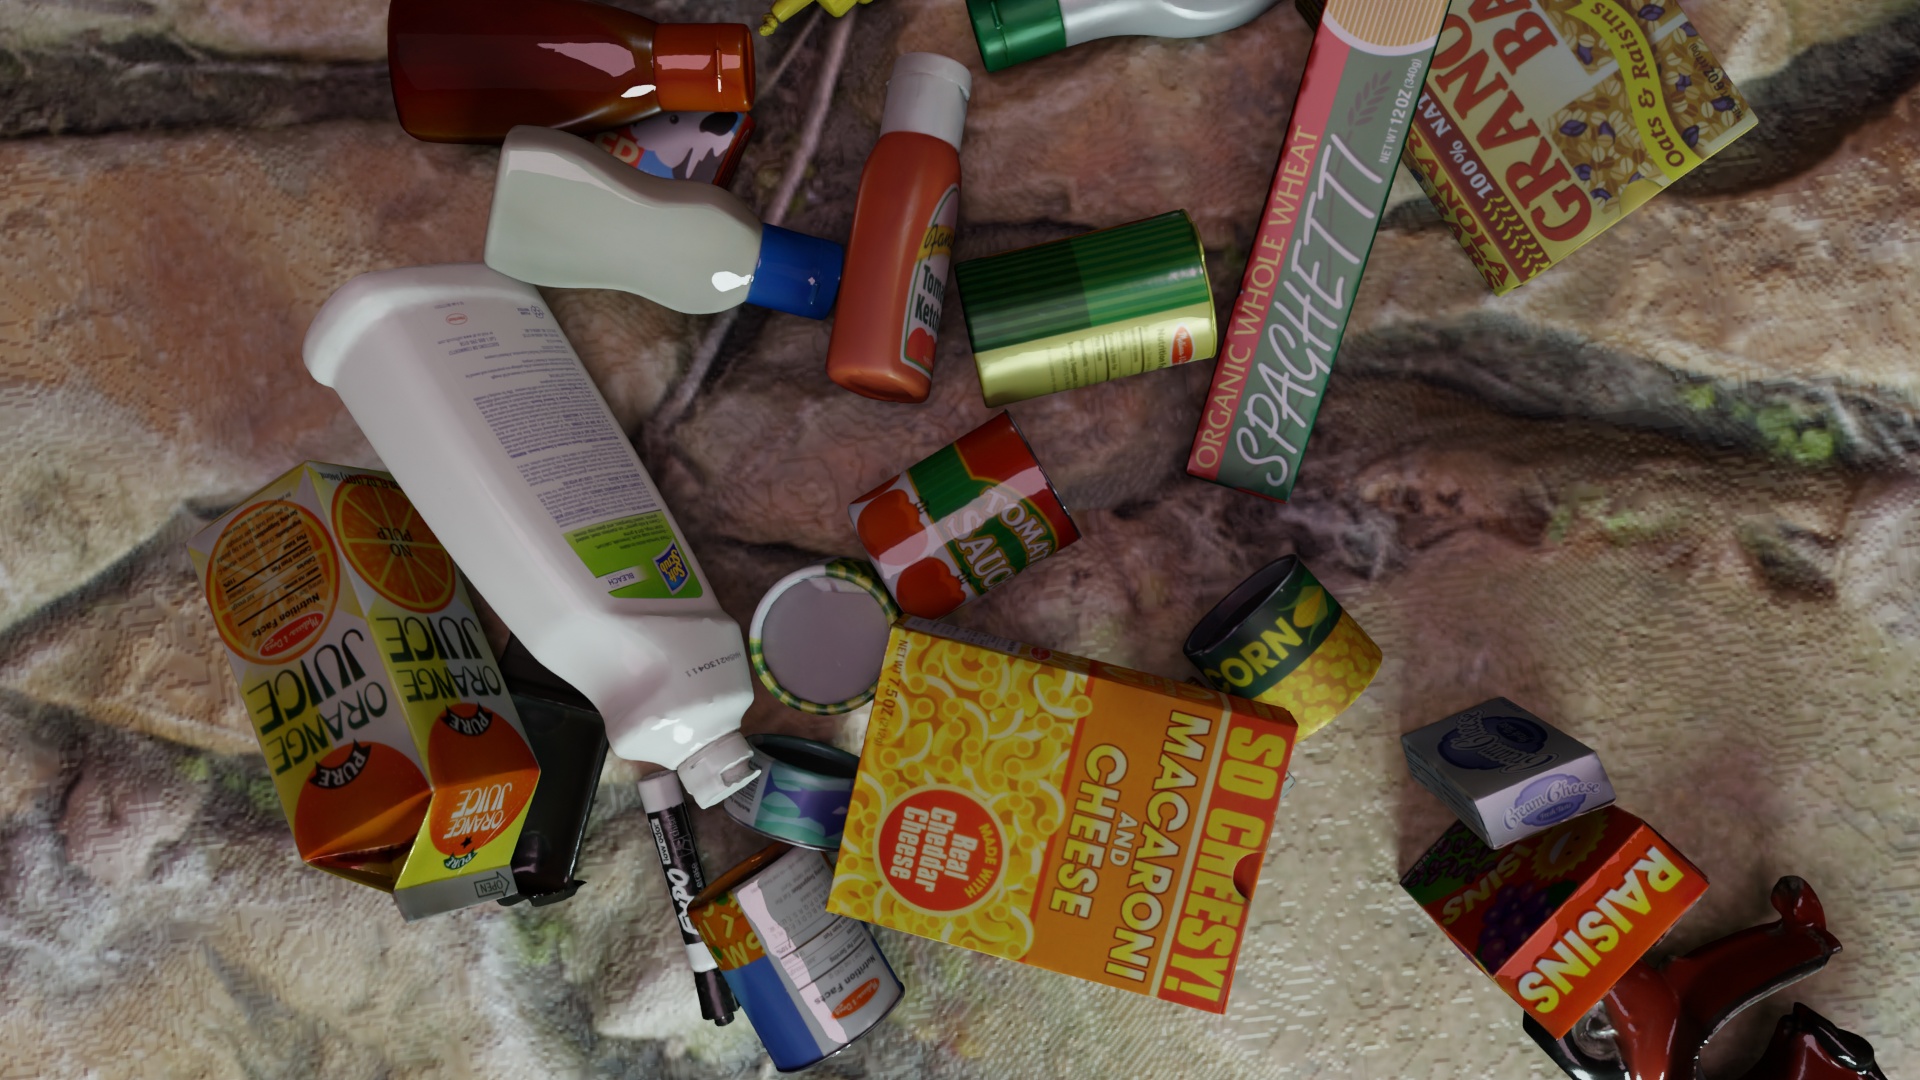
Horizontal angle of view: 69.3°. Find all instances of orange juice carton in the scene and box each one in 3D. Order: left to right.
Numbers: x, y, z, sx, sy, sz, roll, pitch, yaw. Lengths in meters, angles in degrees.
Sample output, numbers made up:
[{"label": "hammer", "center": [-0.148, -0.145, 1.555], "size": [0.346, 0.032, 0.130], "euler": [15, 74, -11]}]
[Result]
[{"label": "orange juice carton", "center": [-0.247, 0.068, 0.594], "size": [0.073, 0.072, 0.193], "euler": [-29, 78, 14]}]

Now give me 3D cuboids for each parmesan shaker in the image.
[{"label": "parmesan shaker", "center": [0.053, -0.103, 0.607], "size": [0.103, 0.071, 0.071], "euler": [-12, 92, 2]}]

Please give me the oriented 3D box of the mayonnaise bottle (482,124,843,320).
[{"label": "mayonnaise bottle", "center": [-0.127, -0.131, 0.606], "size": [0.148, 0.041, 0.064], "euler": [12, 120, -18]}]

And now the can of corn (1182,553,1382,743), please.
[{"label": "can of corn", "center": [0.141, 0.050, 0.611], "size": [0.071, 0.071, 0.058], "euler": [-42, 91, 3]}]

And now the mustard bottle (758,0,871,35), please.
[{"label": "mustard bottle", "center": [-0.033, -0.281, 0.614], "size": [0.160, 0.049, 0.065], "euler": [-43, 91, 3]}]

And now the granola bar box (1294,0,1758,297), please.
[{"label": "granola bar box", "center": [0.248, -0.212, 0.615], "size": [0.124, 0.039, 0.165], "euler": [-35, 91, 2]}]

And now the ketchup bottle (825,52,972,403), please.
[{"label": "ketchup bottle", "center": [-0.025, -0.139, 0.614], "size": [0.043, 0.064, 0.149], "euler": [8, 84, 14]}]

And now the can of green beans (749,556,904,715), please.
[{"label": "can of green beans", "center": [-0.057, 0.042, 0.621], "size": [0.071, 0.058, 0.071], "euler": [0, 92, 1]}]

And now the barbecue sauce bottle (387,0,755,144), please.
[{"label": "barbecue sauce bottle", "center": [-0.165, -0.203, 0.596], "size": [0.149, 0.044, 0.064], "euler": [0, 103, 1]}]

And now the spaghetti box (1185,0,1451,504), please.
[{"label": "spaghetti box", "center": [0.155, -0.139, 0.600], "size": [0.050, 0.029, 0.249], "euler": [17, 103, 9]}]

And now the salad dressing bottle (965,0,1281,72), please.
[{"label": "salad dressing bottle", "center": [0.077, -0.248, 0.616], "size": [0.148, 0.044, 0.064], "euler": [-17, 92, 3]}]

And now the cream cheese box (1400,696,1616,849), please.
[{"label": "cream cheese box", "center": [0.230, 0.097, 0.594], "size": [0.053, 0.104, 0.024], "euler": [-23, 95, 3]}]

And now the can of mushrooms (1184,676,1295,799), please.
[{"label": "can of mushrooms", "center": [0.112, 0.093, 0.614], "size": [0.033, 0.071, 0.071], "euler": [-44, 91, 2]}]

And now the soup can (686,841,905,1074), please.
[{"label": "soup can", "center": [-0.076, 0.183, 0.624], "size": [0.071, 0.071, 0.083], "euler": [-30, 90, 2]}]

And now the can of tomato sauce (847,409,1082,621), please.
[{"label": "can of tomato sauce", "center": [0.002, -0.008, 0.612], "size": [0.083, 0.071, 0.071], "euler": [-30, 91, 3]}]

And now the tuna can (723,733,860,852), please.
[{"label": "tuna can", "center": [-0.067, 0.112, 0.620], "size": [0.071, 0.071, 0.033], "euler": [16, 92, 1]}]

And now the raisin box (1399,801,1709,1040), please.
[{"label": "raisin box", "center": [0.244, 0.146, 0.585], "size": [0.040, 0.123, 0.086], "euler": [44, 92, 0]}]

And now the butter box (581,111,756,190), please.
[{"label": "butter box", "center": [-0.151, -0.191, 0.632], "size": [0.103, 0.024, 0.053], "euler": [26, 93, 0]}]

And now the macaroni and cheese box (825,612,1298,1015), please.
[{"label": "macaroni and cheese box", "center": [0.040, 0.110, 0.568], "size": [0.166, 0.040, 0.123], "euler": [13, 96, 5]}]
